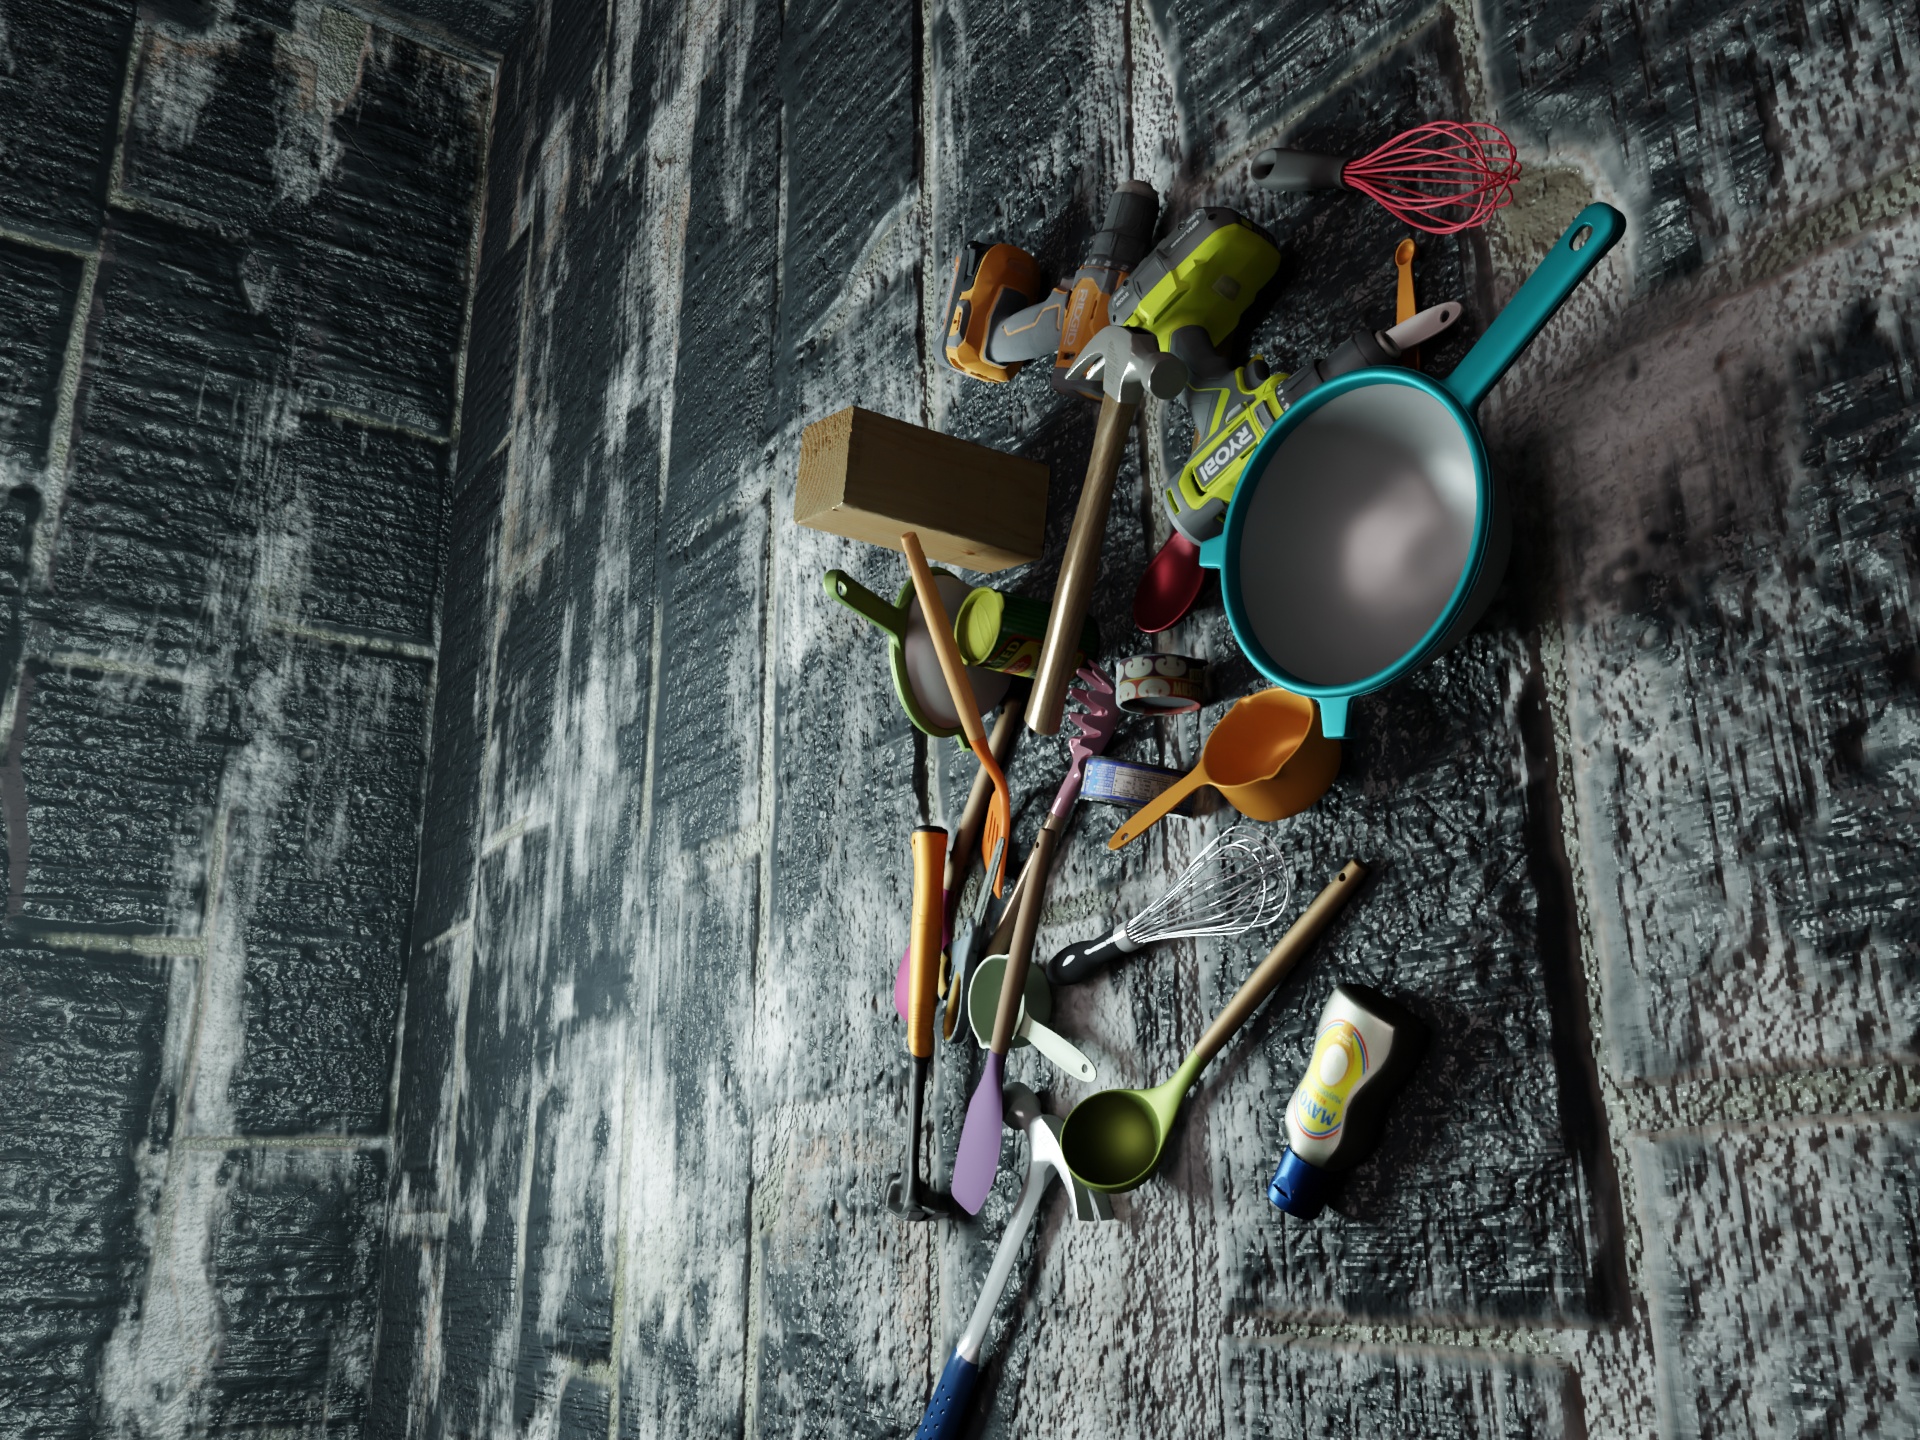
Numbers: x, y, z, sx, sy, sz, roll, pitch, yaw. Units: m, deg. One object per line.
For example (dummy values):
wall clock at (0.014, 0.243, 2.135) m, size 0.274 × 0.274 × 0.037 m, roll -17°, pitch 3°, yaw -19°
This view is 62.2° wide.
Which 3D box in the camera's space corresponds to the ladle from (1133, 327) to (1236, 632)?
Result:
ladle at (0.188, -0.219, 1.239) m, size 0.069 × 0.031 × 0.315 m, roll 7°, pitch 85°, yaw 52°

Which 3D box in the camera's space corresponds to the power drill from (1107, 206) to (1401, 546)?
power drill at (0.206, -0.261, 1.148) m, size 0.190 × 0.080 × 0.229 m, roll -42°, pitch 48°, yaw 33°

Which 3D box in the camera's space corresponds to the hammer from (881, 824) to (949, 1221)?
hammer at (-0.033, 0.258, 1.377) m, size 0.127 × 0.034 × 0.337 m, roll 147°, pitch 128°, yaw -73°

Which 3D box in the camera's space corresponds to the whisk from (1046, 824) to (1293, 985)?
whisk at (0.144, 0.148, 1.172) m, size 0.284 × 0.070 × 0.070 m, roll -38°, pitch 50°, yaw 50°

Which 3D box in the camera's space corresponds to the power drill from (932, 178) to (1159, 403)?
power drill at (0.081, -0.380, 1.404) m, size 0.226 × 0.084 × 0.185 m, roll 22°, pitch 98°, yaw 52°

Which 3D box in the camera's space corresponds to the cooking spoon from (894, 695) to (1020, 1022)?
cooking spoon at (-0.004, 0.127, 1.428) m, size 0.069 × 0.017 × 0.319 m, roll 36°, pitch 111°, yaw 53°

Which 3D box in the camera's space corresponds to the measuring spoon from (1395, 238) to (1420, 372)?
measuring spoon at (0.310, -0.274, 1.090) m, size 0.021 × 0.011 × 0.117 m, roll 160°, pitch 113°, yaw -64°

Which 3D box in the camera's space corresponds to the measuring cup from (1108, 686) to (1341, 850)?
measuring cup at (0.183, 0.051, 1.092) m, size 0.173 × 0.052 × 0.095 m, roll -38°, pitch 28°, yaw 17°

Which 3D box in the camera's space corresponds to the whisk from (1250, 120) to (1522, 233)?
whisk at (0.288, -0.384, 1.117) m, size 0.296 × 0.073 × 0.073 m, roll 41°, pitch 115°, yaw 60°

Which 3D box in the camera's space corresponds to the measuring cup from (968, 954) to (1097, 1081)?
measuring cup at (0.068, 0.245, 1.272) m, size 0.168 × 0.038 × 0.083 m, roll 29°, pitch 106°, yaw 51°

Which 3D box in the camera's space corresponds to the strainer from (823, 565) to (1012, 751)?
strainer at (-0.020, -0.076, 1.340) m, size 0.069 × 0.256 × 0.151 m, roll -2°, pitch 72°, yaw 30°

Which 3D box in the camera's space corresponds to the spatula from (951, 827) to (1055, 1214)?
spatula at (0.037, 0.239, 1.264) m, size 0.060 × 0.018 × 0.316 m, roll 21°, pitch 100°, yaw 60°

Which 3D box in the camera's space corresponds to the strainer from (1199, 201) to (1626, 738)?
strainer at (0.305, -0.157, 0.985) m, size 0.340 × 0.095 × 0.211 m, roll -55°, pitch 43°, yaw 29°

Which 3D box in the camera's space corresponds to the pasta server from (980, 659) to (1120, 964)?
pasta server at (0.064, 0.098, 1.318) m, size 0.060 × 0.040 × 0.316 m, roll -103°, pitch 34°, yaw -67°

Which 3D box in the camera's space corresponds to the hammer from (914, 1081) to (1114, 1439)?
hammer at (0.011, 0.503, 1.275) m, size 0.144 × 0.035 × 0.405 m, roll 38°, pitch 112°, yaw 54°

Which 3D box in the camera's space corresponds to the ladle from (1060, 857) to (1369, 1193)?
ladle at (0.174, 0.212, 1.103) m, size 0.320 × 0.062 × 0.078 m, roll -57°, pitch 39°, yaw 25°

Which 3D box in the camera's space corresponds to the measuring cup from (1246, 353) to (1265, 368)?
measuring cup at (0.217, -0.200, 1.195) m, size 0.062 × 0.029 × 0.156 m, roll -3°, pitch 70°, yaw 50°

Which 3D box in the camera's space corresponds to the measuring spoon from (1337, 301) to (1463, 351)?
measuring spoon at (0.298, -0.255, 1.086) m, size 0.124 × 0.018 × 0.034 m, roll -20°, pitch 65°, yaw 56°

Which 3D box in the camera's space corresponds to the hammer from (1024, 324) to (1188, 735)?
hammer at (0.095, -0.139, 1.219) m, size 0.130 × 0.031 × 0.331 m, roll -123°, pitch 39°, yaw -53°

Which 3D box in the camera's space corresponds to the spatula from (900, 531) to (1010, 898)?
spatula at (-0.002, -0.004, 1.308) m, size 0.081 × 0.041 × 0.322 m, roll -112°, pitch 3°, yaw -65°
